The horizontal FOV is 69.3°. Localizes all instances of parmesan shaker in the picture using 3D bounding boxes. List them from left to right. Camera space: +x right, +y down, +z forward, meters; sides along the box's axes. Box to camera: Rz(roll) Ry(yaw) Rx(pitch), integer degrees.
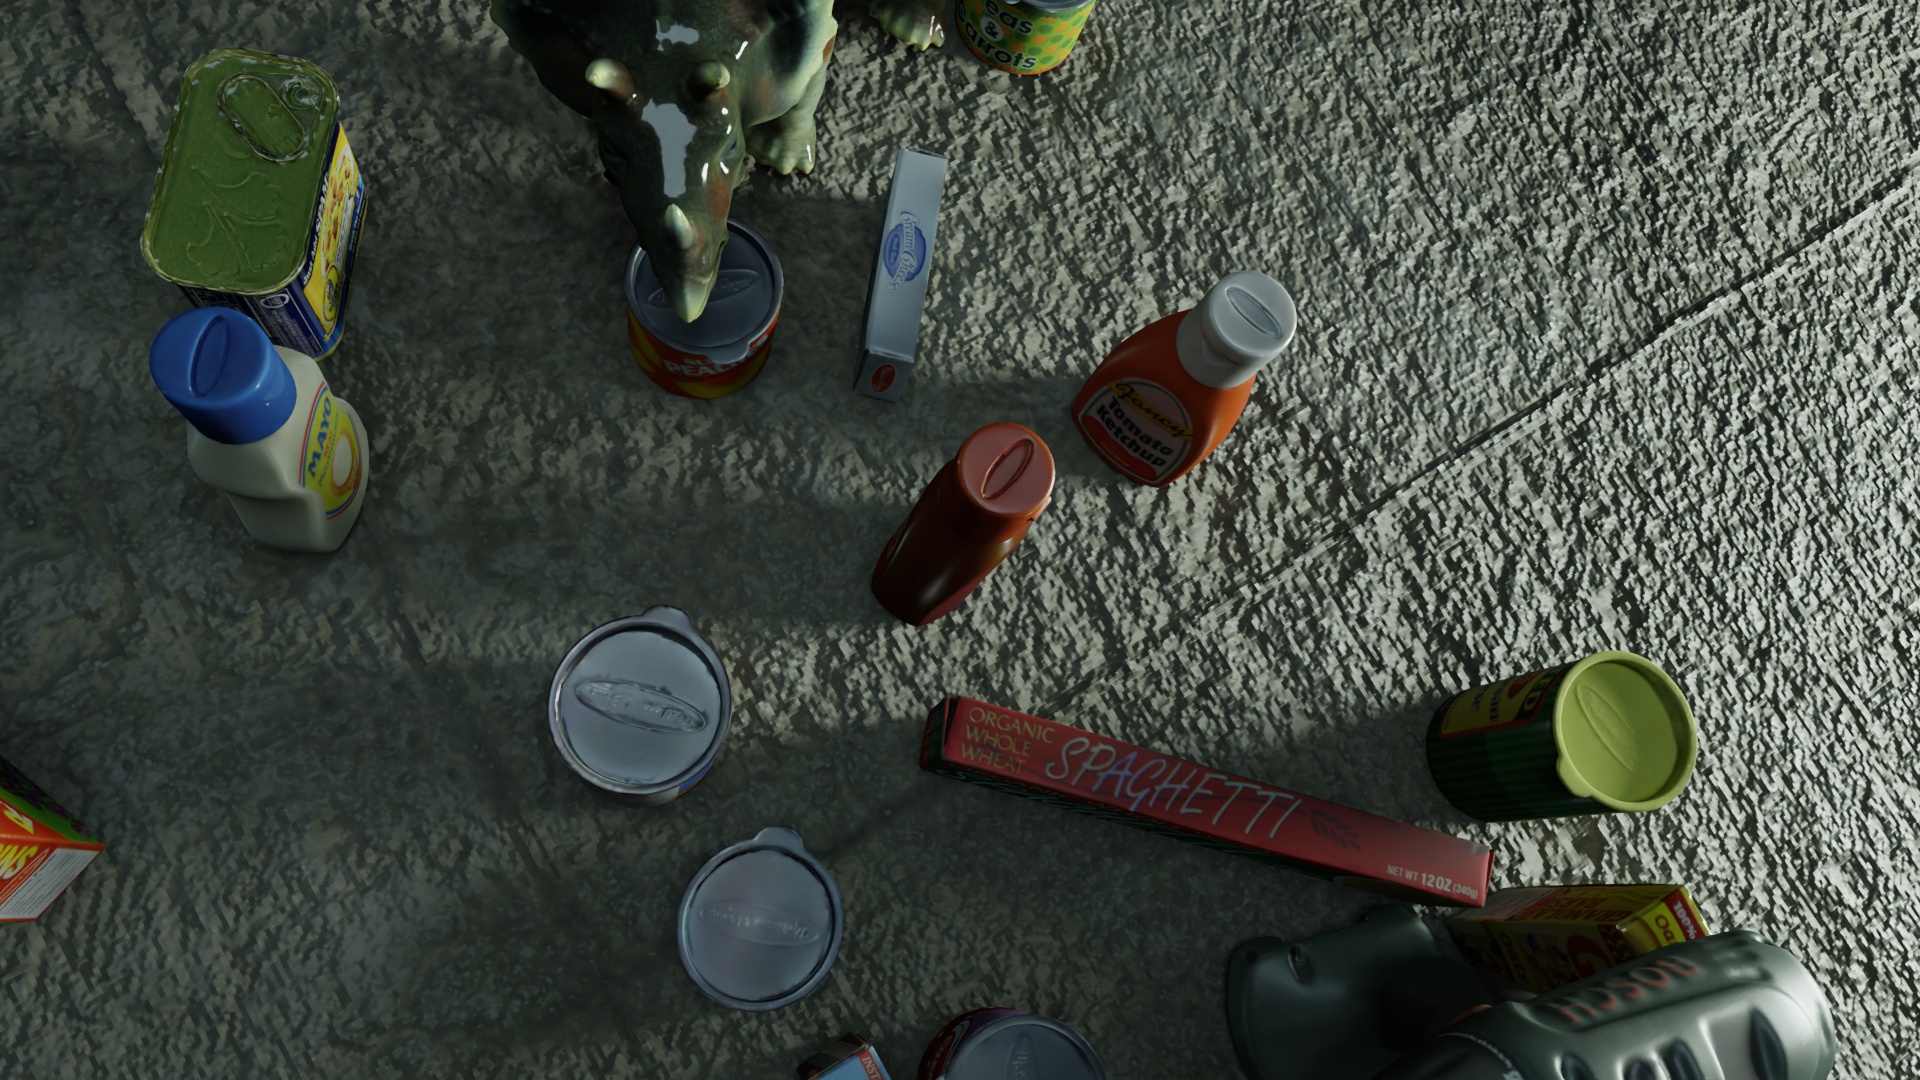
[{"bbox_3d":[0.260,0.091,0.616,0.071,0.102,0.071,3,75,-12],"label":"parmesan shaker"}]

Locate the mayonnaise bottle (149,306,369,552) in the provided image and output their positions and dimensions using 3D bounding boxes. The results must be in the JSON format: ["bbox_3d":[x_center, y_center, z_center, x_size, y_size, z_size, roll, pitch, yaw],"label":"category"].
[{"bbox_3d":[-0.255,-0.041,0.514,0.041,0.147,0.065,9,74,-10],"label":"mayonnaise bottle"}]

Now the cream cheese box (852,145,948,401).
[{"bbox_3d":[-0.028,-0.121,0.635,0.024,0.053,0.104,11,73,-9],"label":"cream cheese box"}]

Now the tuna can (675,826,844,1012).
[{"bbox_3d":[-0.081,0.152,0.561,0.071,0.032,0.071,3,75,-12],"label":"tuna can"}]

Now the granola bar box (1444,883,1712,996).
[{"bbox_3d":[0.288,0.225,0.575,0.039,0.124,0.165,-25,82,-17],"label":"granola bar box"}]

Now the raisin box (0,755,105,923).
[{"bbox_3d":[-0.358,0.090,0.469,0.086,0.123,0.040,40,71,0],"label":"raisin box"}]

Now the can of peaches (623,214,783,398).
[{"bbox_3d":[-0.113,-0.100,0.608,0.071,0.058,0.071,3,75,-12],"label":"can of peaches"}]

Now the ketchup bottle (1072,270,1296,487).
[{"bbox_3d":[0.097,-0.070,0.599,0.065,0.148,0.044,41,71,0],"label":"ketchup bottle"}]

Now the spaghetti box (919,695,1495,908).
[{"bbox_3d":[0.105,0.115,0.603,0.250,0.050,0.029,17,73,-8],"label":"spaghetti box"}]

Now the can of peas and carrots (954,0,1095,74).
[{"bbox_3d":[0.033,-0.273,0.687,0.071,0.058,0.071,3,75,-12],"label":"can of peas and carrots"}]

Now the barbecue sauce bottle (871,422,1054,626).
[{"bbox_3d":[0.002,-0.007,0.561,0.043,0.148,0.065,40,71,0],"label":"barbecue sauce bottle"}]

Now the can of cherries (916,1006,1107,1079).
[{"bbox_3d":[0.017,0.220,0.551,0.071,0.058,0.071,3,75,-12],"label":"can of cherries"}]

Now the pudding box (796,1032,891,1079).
[{"bbox_3d":[-0.030,0.238,0.540,0.030,0.049,0.084,-28,83,-17],"label":"pudding box"}]

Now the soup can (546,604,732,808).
[{"bbox_3d":[-0.124,0.067,0.547,0.071,0.083,0.071,3,75,-12],"label":"soup can"}]
